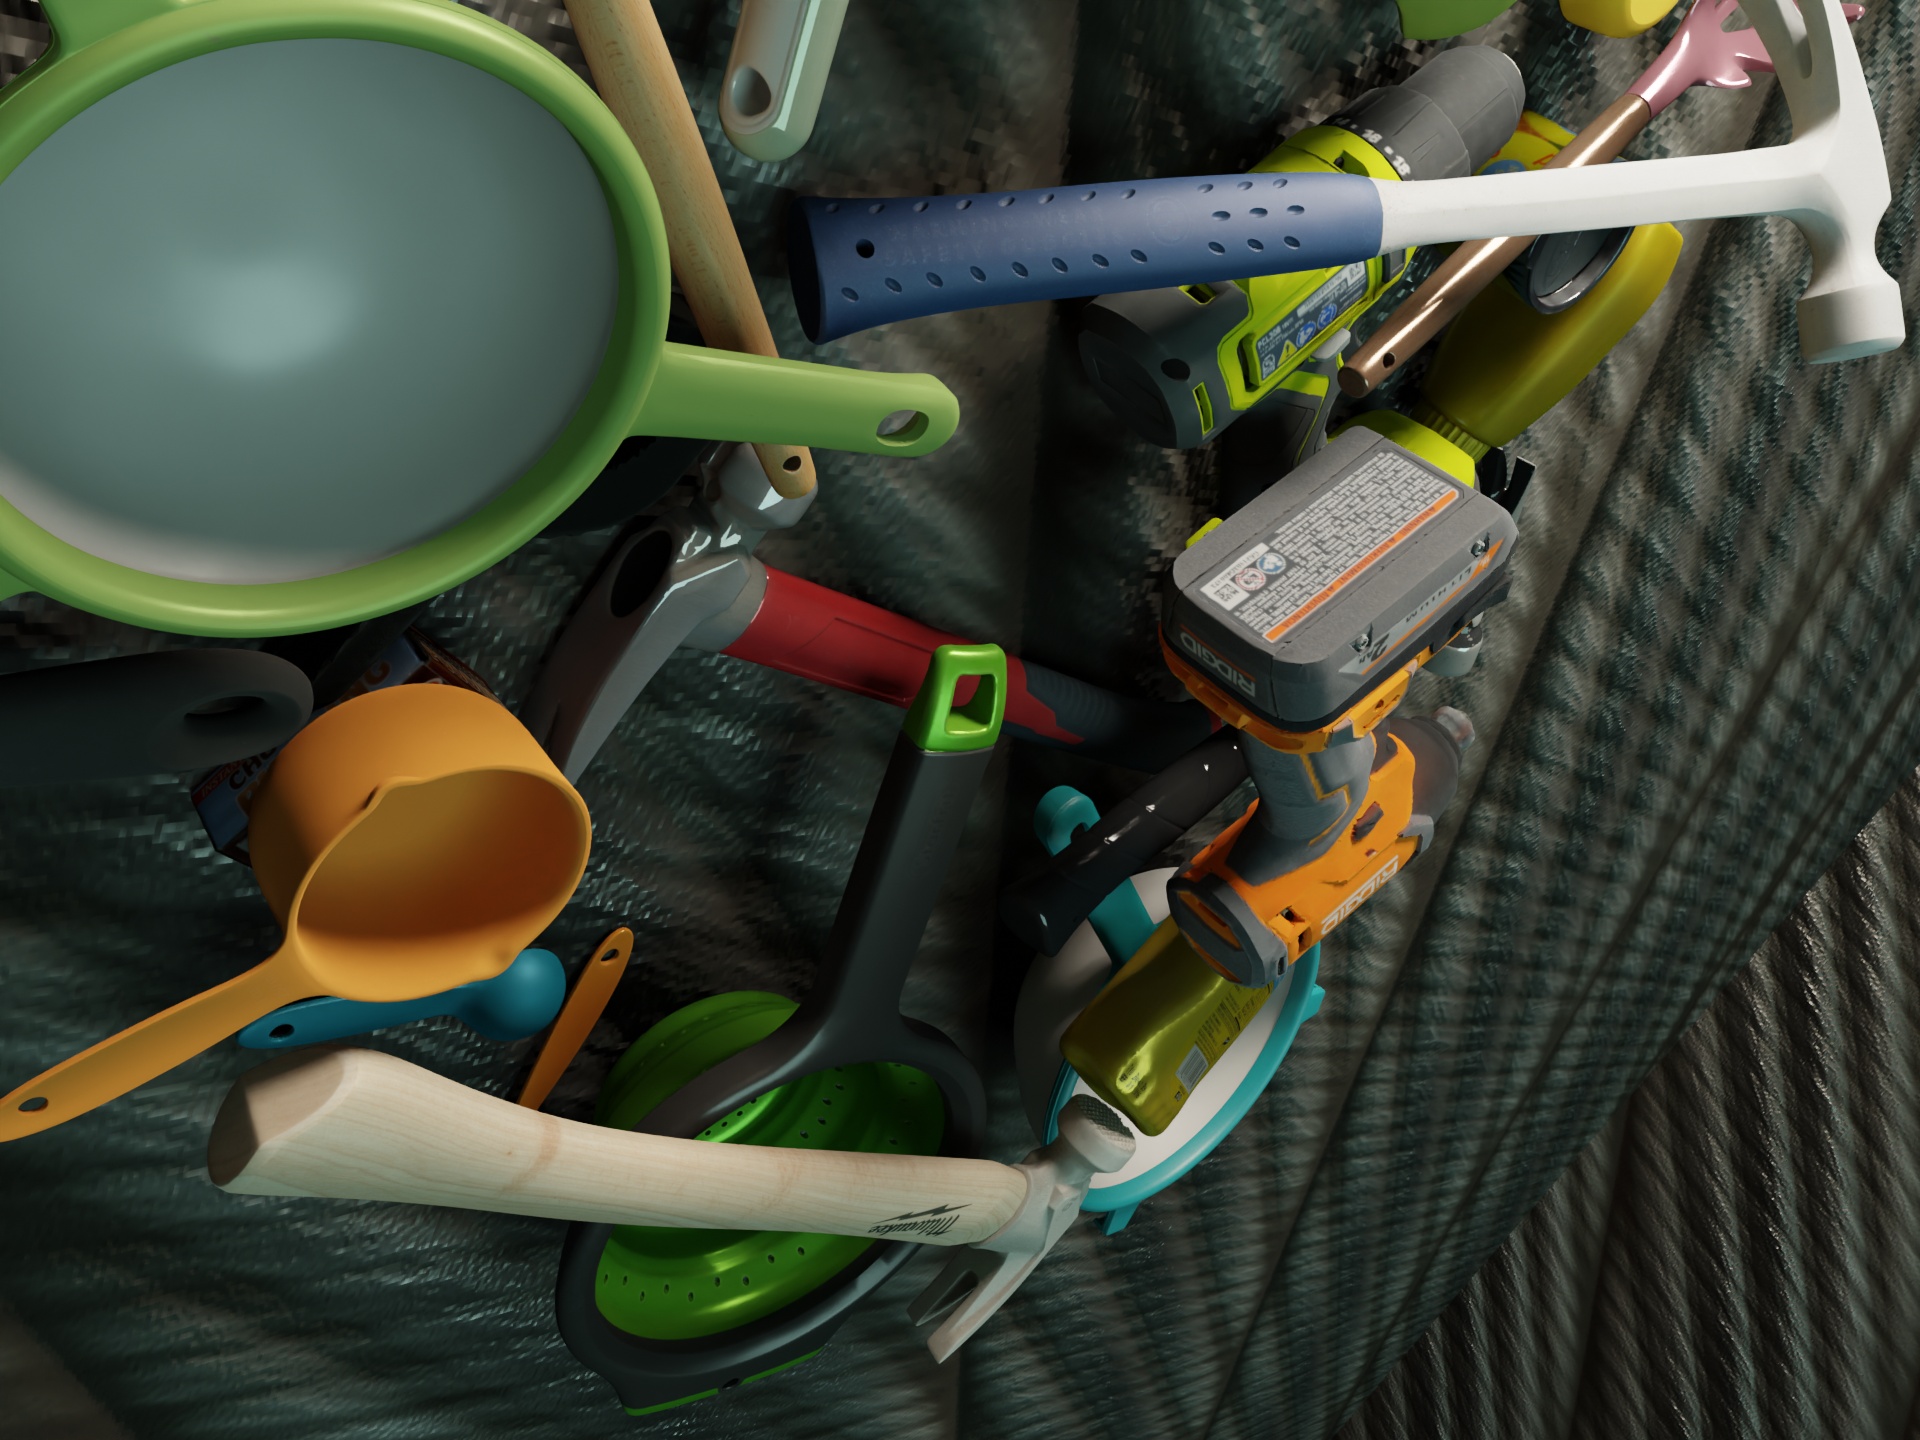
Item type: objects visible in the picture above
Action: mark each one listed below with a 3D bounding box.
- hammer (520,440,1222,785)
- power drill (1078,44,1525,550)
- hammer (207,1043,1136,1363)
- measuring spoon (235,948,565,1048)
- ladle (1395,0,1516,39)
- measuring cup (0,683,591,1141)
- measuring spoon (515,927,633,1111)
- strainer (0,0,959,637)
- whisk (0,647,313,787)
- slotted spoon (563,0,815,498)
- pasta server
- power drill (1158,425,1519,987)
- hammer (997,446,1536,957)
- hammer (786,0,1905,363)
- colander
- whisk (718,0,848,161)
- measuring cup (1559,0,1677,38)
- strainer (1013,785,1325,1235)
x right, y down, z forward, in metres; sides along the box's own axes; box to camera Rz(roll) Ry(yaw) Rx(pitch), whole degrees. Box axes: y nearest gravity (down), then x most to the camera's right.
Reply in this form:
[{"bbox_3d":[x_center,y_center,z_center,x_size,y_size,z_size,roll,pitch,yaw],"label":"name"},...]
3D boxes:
[{"bbox_3d":[-0.001,-0.002,0.660,0.143,0.038,0.386,-52,146,15],"label":"hammer"},{"bbox_3d":[0.151,-0.136,0.640,0.190,0.080,0.228,-41,145,-9],"label":"power drill"},{"bbox_3d":[-0.091,0.186,0.613,0.410,0.038,0.146,25,107,-47],"label":"hammer"},{"bbox_3d":[-0.200,0.112,0.587,0.128,0.021,0.042,-2,129,-48],"label":"measuring spoon"},{"bbox_3d":[0.059,-0.236,0.469,0.320,0.062,0.078,-15,135,-27],"label":"ladle"},{"bbox_3d":[-0.192,0.052,0.446,0.173,0.052,0.095,-30,144,-17],"label":"measuring cup"},{"bbox_3d":[-0.166,0.130,0.660,0.021,0.011,0.117,10,116,-52],"label":"measuring spoon"},{"bbox_3d":[-0.106,-0.096,0.370,0.256,0.069,0.151,-4,138,-46],"label":"strainer"},{"bbox_3d":[-0.288,0.013,0.335,0.295,0.073,0.073,-10,135,-39],"label":"whisk"},{"bbox_3d":[-0.085,-0.169,0.357,0.070,0.031,0.313,-28,138,-8],"label":"slotted spoon"},{"bbox_3d":[0.245,-0.217,0.598,0.316,0.040,0.060,-43,115,-21],"label":"pasta server"},{"bbox_3d":[0.156,-0.003,0.639,0.164,0.084,0.226,-37,145,-18],"label":"power drill"},{"bbox_3d":[0.160,-0.008,0.763,0.409,0.036,0.149,-33,145,-37],"label":"hammer"},{"bbox_3d":[0.143,-0.172,0.525,0.405,0.035,0.144,-10,93,-18],"label":"hammer"},{"bbox_3d":[-0.072,0.121,0.673,0.204,0.095,0.397,-3,125,-37],"label":"colander"},{"bbox_3d":[-0.014,-0.244,0.348,0.059,0.058,0.246,-30,148,-54],"label":"whisk"},{"bbox_3d":[0.257,-0.322,0.581,0.062,0.029,0.156,-36,149,-11],"label":"measuring cup"},{"bbox_3d":[0.077,0.123,0.845,0.211,0.095,0.340,-44,138,-13],"label":"strainer"}]
